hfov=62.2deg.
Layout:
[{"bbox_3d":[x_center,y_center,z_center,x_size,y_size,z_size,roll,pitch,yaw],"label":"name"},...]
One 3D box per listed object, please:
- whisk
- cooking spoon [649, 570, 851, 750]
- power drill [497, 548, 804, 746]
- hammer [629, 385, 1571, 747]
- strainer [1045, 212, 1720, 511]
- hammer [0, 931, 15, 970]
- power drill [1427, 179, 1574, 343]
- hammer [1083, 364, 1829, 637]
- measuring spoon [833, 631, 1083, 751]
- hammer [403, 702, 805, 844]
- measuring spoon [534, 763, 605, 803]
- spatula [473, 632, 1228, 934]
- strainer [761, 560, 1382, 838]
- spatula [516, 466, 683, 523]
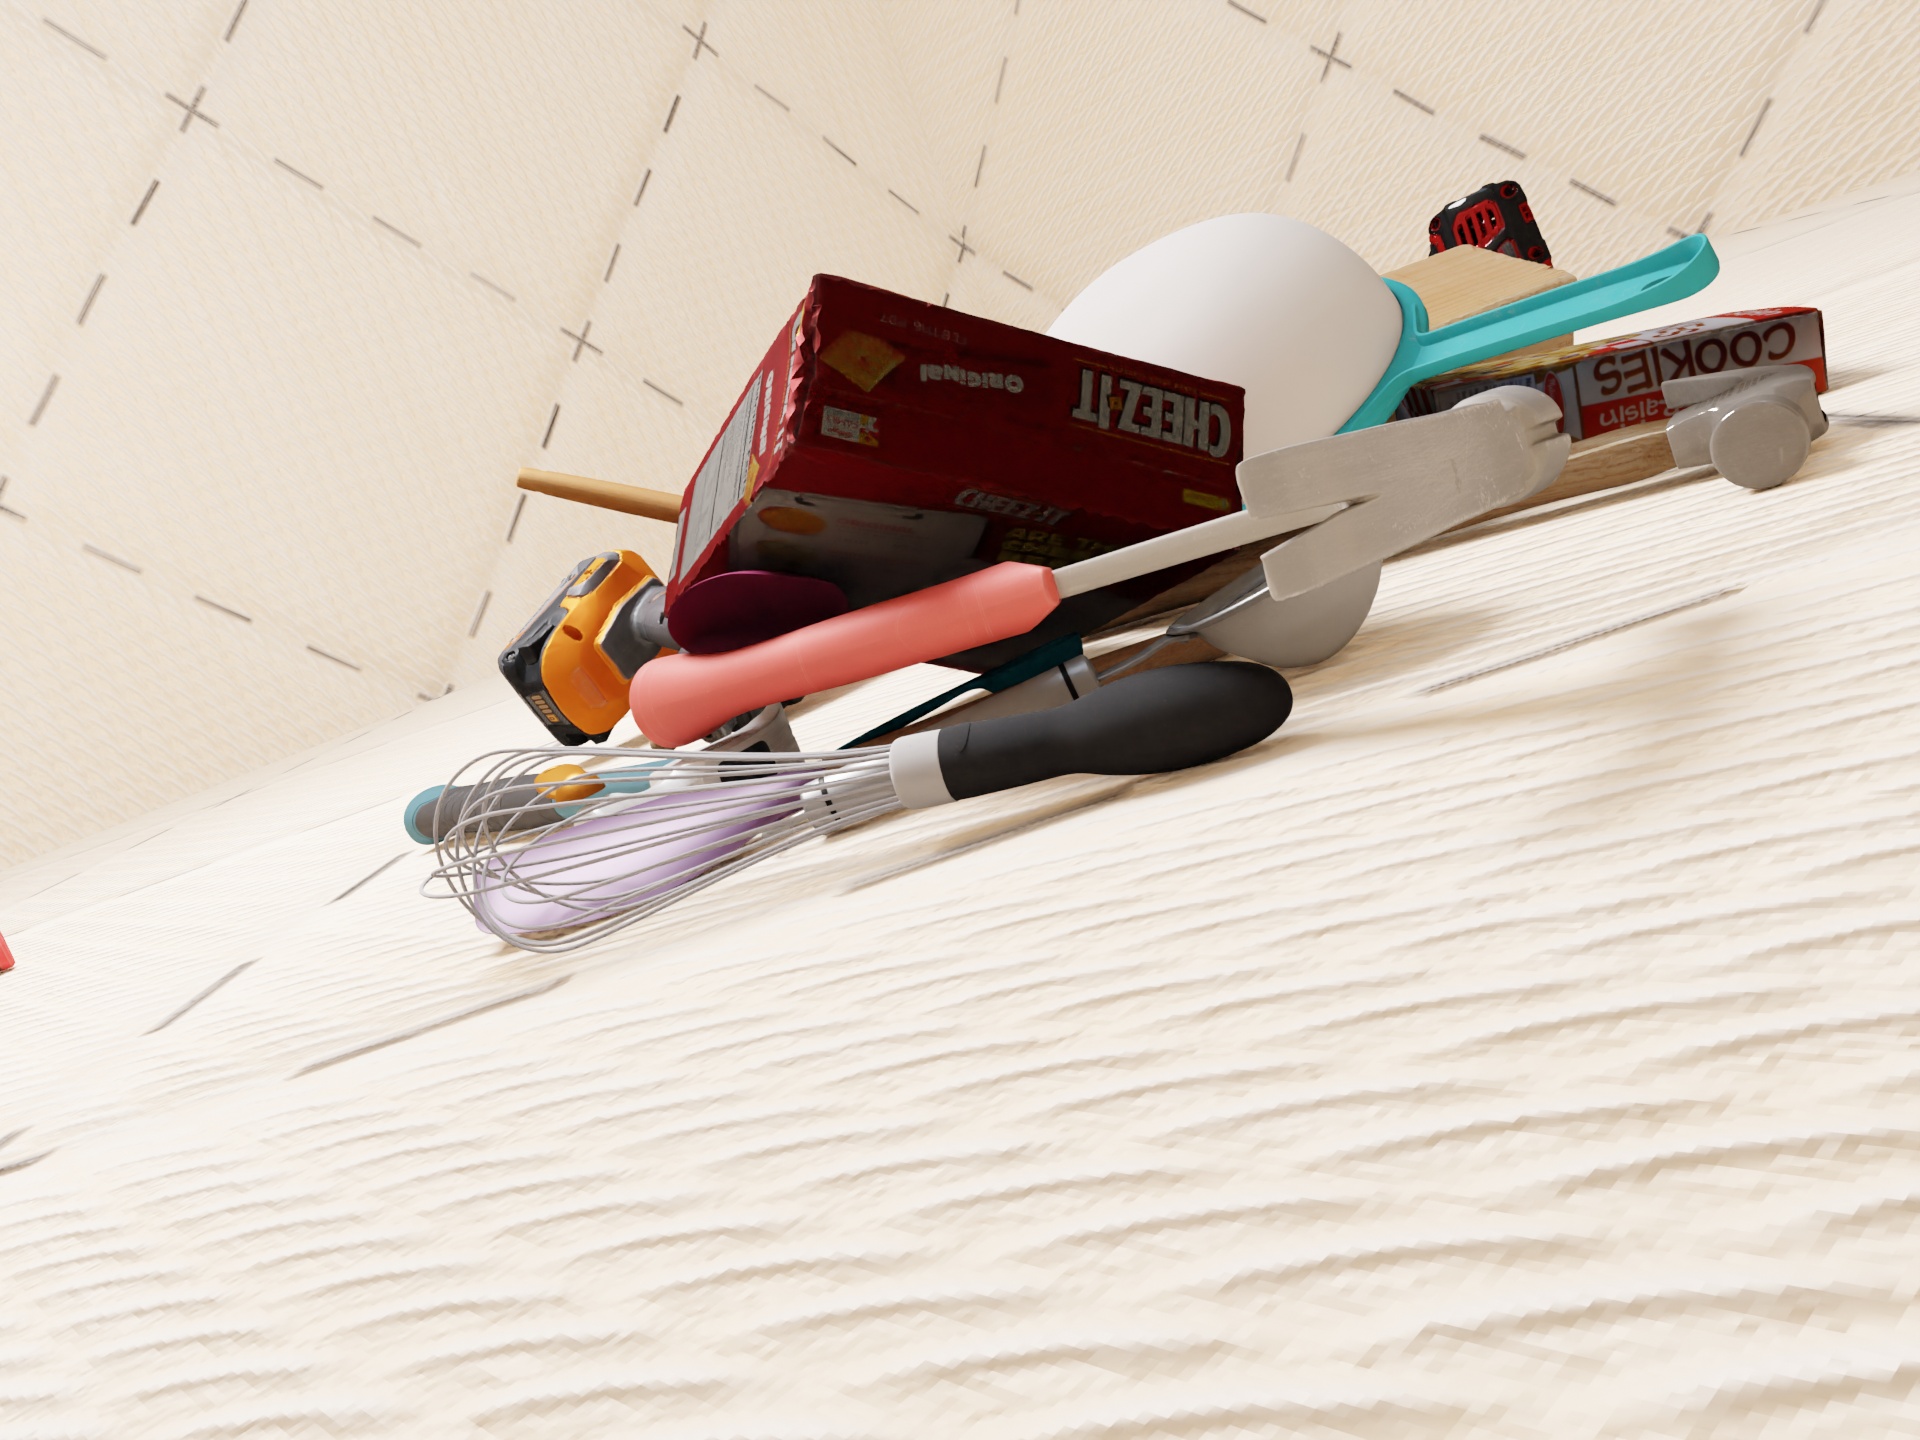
[{"bbox_3d":[-0.041,0.022,0.485,0.284,0.070,0.070,-12,11,17],"label":"whisk"},{"bbox_3d":[-0.112,-0.020,0.715,0.068,0.017,0.319,4,-13,-18],"label":"cooking spoon"},{"bbox_3d":[-0.167,-0.043,0.942,0.226,0.084,0.164,-5,41,37],"label":"power drill"},{"bbox_3d":[-0.004,-0.032,0.504,0.359,0.036,0.149,-13,6,45],"label":"hammer"},{"bbox_3d":[0.143,-0.175,0.694,0.340,0.095,0.211,-9,40,48],"label":"strainer"},{"bbox_3d":[-0.765,0.215,0.926,0.386,0.038,0.143,-25,12,-26],"label":"hammer"},{"bbox_3d":[0.286,-0.240,1.045,0.219,0.143,0.078,-22,3,31],"label":"power drill"},{"bbox_3d":[0.185,-0.086,0.677,0.331,0.031,0.130,-14,12,35],"label":"hammer"},{"bbox_3d":[-0.001,-0.002,0.656,0.128,0.021,0.042,-25,5,32],"label":"measuring spoon"},{"bbox_3d":[-0.189,0.036,0.754,0.128,0.033,0.331,-29,13,-38],"label":"hammer"},{"bbox_3d":[-0.162,0.023,0.647,0.021,0.011,0.117,-25,11,-17],"label":"measuring spoon"},{"bbox_3d":[-0.023,0.013,0.579,0.316,0.018,0.060,-20,34,-8],"label":"spatula"},{"bbox_3d":[0.049,-0.014,0.534,0.258,0.050,0.087,-25,4,5],"label":"strainer"},{"bbox_3d":[-0.110,-0.127,0.990,0.322,0.041,0.081,10,7,-12],"label":"spatula"}]
